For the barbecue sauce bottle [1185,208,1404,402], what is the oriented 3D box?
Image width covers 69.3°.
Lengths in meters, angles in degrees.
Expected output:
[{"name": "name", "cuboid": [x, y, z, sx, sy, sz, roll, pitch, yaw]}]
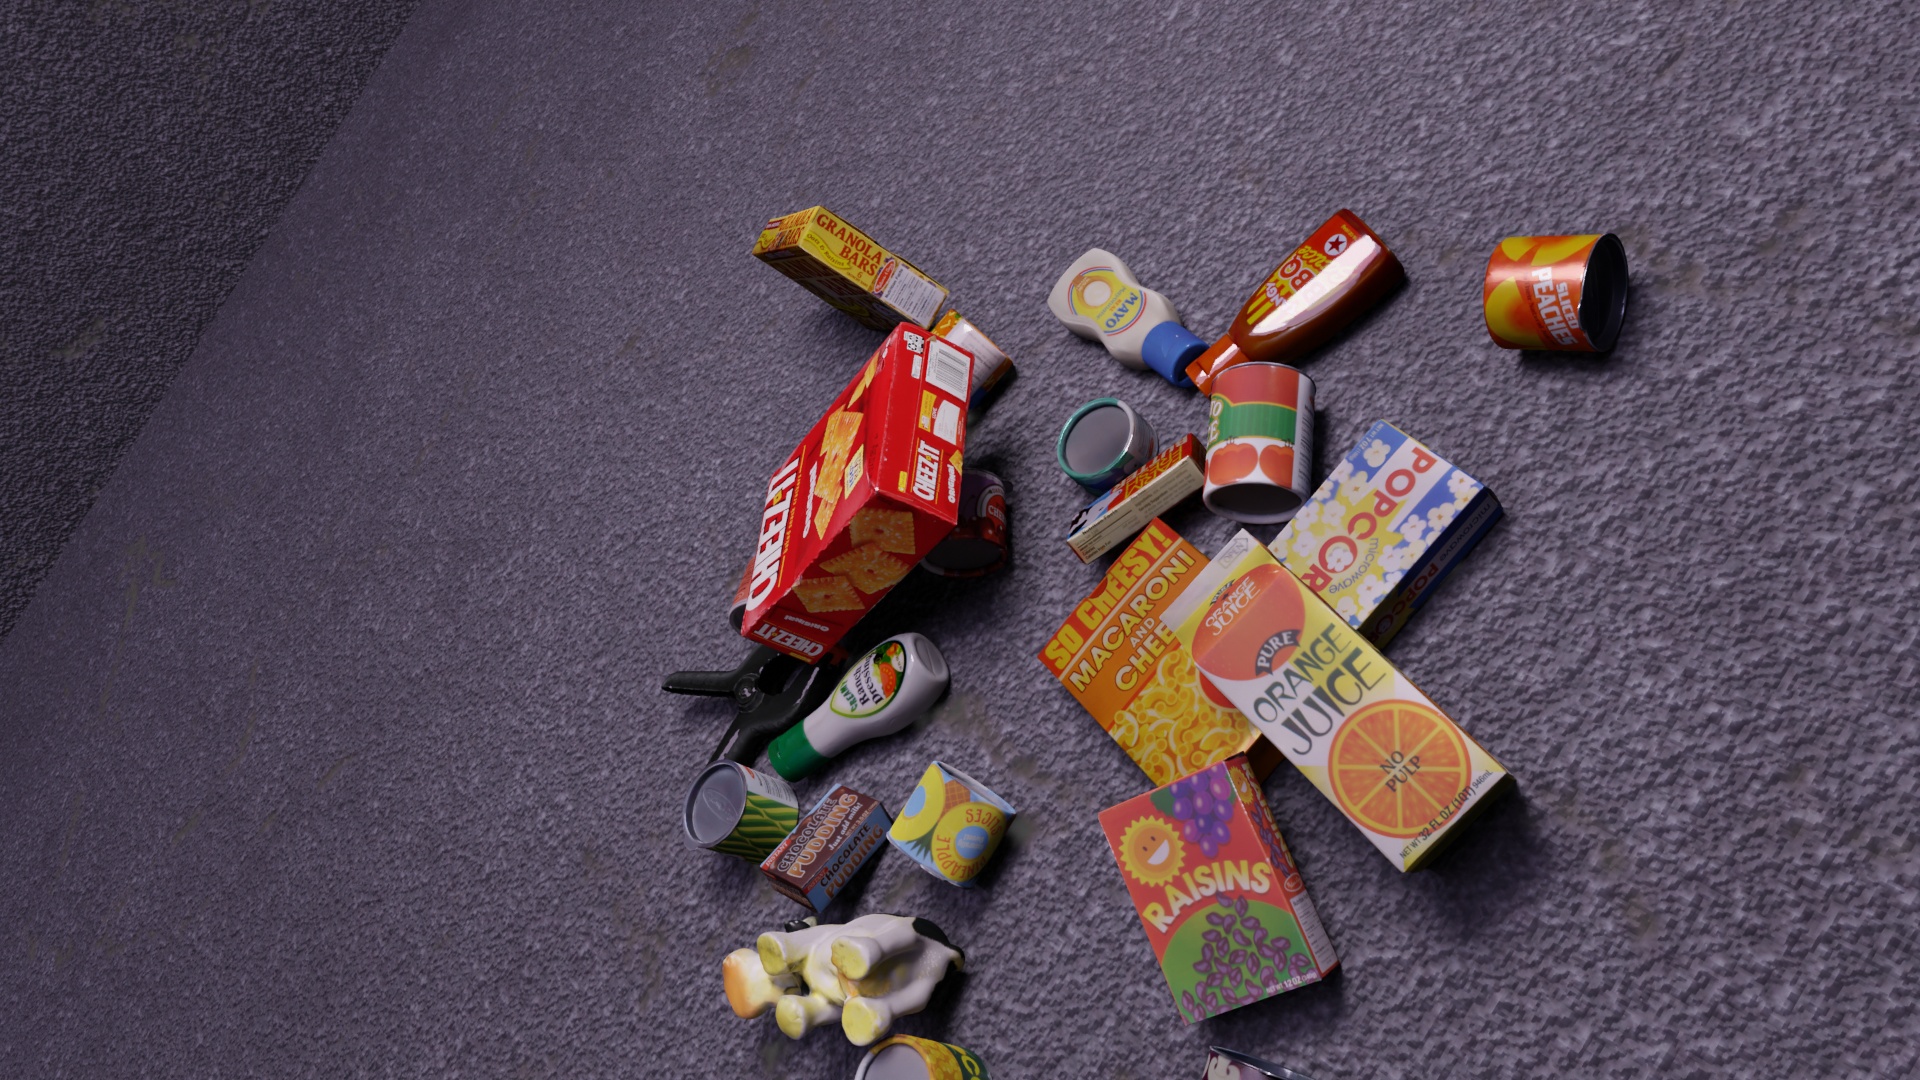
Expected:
[{"name": "barbecue sauce bottle", "cuboid": [0.217, -0.149, 0.922, 0.148, 0.043, 0.065, -41, 47, 15]}]

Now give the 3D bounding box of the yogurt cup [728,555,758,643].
[{"name": "yogurt cup", "cuboid": [-0.148, 0.046, 1.111, 0.072, 0.072, 0.054, -21, 46, 31]}]

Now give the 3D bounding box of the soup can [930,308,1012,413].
[{"name": "soup can", "cuboid": [-0.010, -0.131, 1.093, 0.083, 0.071, 0.071, -48, 45, 8]}]

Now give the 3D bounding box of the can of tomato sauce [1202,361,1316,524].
[{"name": "can of tomato sauce", "cuboid": [0.187, -0.060, 0.879, 0.071, 0.071, 0.083, -10, 61, 37]}]

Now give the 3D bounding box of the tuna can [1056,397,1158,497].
[{"name": "tuna can", "cuboid": [0.101, -0.065, 0.981, 0.071, 0.033, 0.071, -20, 54, 31]}]

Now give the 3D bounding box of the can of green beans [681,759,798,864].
[{"name": "can of green beans", "cuboid": [-0.164, 0.203, 1.036, 0.071, 0.057, 0.071, -20, 54, 31]}]

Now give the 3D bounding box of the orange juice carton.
[{"name": "orange juice carton", "cuboid": [0.195, 0.081, 0.743, 0.071, 0.073, 0.193, -48, 65, 9]}]

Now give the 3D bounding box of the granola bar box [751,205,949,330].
[{"name": "granola bar box", "cuboid": [-0.093, -0.220, 1.137, 0.039, 0.124, 0.165, -61, 22, -3]}]

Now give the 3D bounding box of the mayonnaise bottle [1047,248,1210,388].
[{"name": "mayonnaise bottle", "cuboid": [0.125, -0.158, 1.008, 0.064, 0.041, 0.148, -48, 44, 5]}]

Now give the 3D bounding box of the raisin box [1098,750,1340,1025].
[{"name": "raisin box", "cuboid": [0.141, 0.190, 0.764, 0.086, 0.040, 0.123, -30, 74, 26]}]

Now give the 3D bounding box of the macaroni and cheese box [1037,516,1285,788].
[{"name": "macaroni and cheese box", "cuboid": [0.138, 0.078, 0.860, 0.123, 0.040, 0.167, -50, 45, 6]}]

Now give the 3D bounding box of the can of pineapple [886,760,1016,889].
[{"name": "can of pineapple", "cuboid": [-0.005, 0.185, 0.903, 0.071, 0.071, 0.058, 30, 87, 46]}]

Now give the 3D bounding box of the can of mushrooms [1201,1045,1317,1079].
[{"name": "can of mushrooms", "cuboid": [0.155, 0.284, 0.706, 0.071, 0.071, 0.033, 7, 73, 43]}]

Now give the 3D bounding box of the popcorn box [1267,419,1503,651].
[{"name": "popcorn box", "cuboid": [0.242, 0.002, 0.817, 0.126, 0.038, 0.085, -50, 45, 6]}]

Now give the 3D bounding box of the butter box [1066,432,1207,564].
[{"name": "butter box", "cuboid": [0.120, -0.028, 0.932, 0.103, 0.024, 0.053, -36, 11, 20]}]

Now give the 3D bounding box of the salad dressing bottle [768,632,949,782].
[{"name": "salad dressing bottle", "cuboid": [-0.077, 0.125, 1.016, 0.147, 0.044, 0.064, -37, 46, 19]}]

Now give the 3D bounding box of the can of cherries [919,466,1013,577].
[{"name": "can of cherries", "cuboid": [0.004, -0.013, 1.012, 0.071, 0.071, 0.058, -21, 55, 31]}]

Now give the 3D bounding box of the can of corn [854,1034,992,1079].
[{"name": "can of corn", "cuboid": [-0.021, 0.335, 0.836, 0.071, 0.058, 0.071, -20, 55, 32]}]

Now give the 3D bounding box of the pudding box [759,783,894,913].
[{"name": "pudding box", "cuboid": [-0.092, 0.213, 0.966, 0.049, 0.030, 0.084, 13, 47, 44]}]

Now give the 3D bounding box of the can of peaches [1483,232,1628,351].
[{"name": "can of peaches", "cuboid": [0.339, -0.141, 0.793, 0.058, 0.071, 0.071, 10, 73, 44]}]
